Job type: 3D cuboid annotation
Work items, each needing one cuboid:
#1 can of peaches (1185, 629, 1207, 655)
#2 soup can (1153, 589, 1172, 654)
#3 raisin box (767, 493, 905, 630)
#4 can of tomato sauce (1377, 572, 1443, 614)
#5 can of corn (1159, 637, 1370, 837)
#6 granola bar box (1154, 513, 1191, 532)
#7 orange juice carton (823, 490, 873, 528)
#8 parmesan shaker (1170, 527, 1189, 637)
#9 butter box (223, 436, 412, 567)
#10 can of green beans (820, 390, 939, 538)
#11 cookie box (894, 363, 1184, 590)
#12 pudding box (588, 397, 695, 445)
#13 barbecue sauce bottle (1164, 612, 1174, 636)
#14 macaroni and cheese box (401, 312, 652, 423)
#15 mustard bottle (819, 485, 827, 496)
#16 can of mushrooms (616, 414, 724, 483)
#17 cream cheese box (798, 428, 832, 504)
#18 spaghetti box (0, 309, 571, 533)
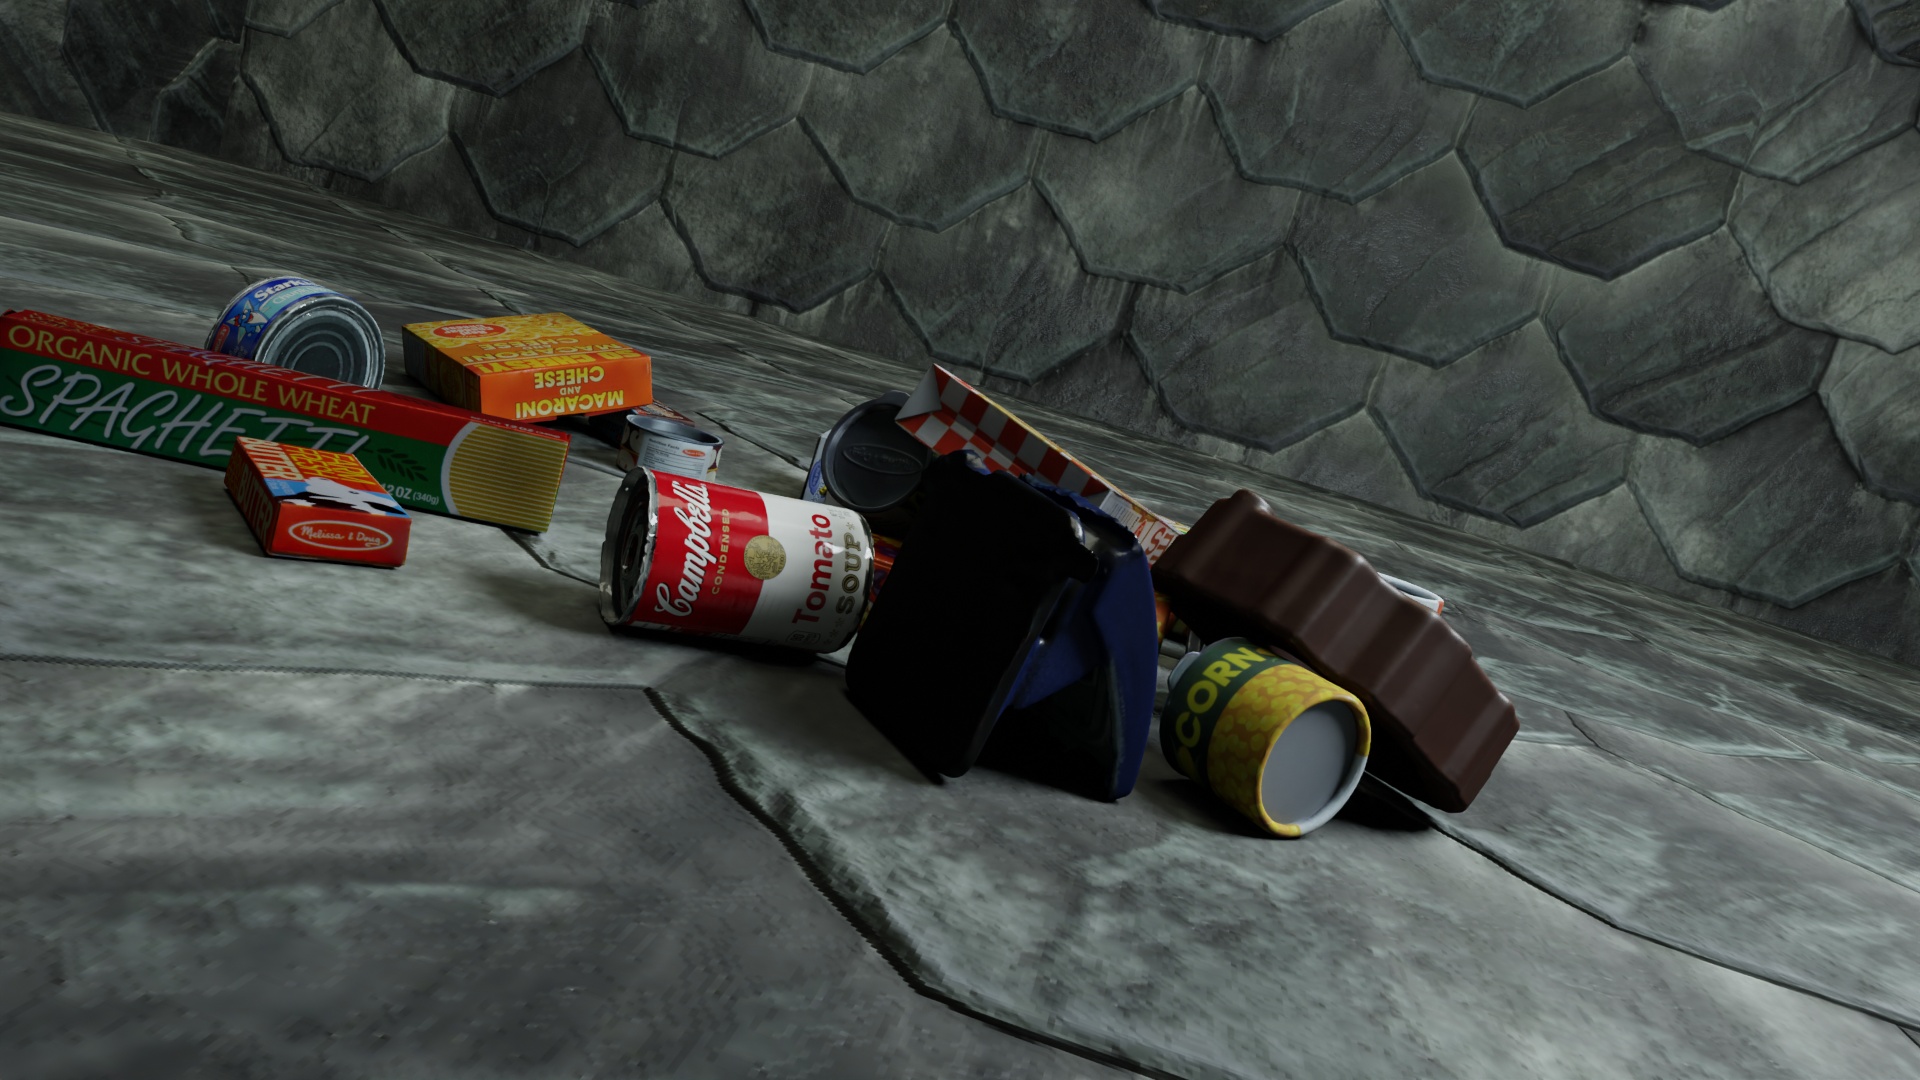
[{"bbox_3d":[0.170,0.049,0.815,0.058,0.071,0.071,17,10,0],"label":"can of peaches"},{"bbox_3d":[0.052,0.043,0.660,0.084,0.071,0.071,18,10,5],"label":"soup can"},{"bbox_3d":[-0.061,0.014,0.725,0.123,0.040,0.086,18,9,6],"label":"raisin box"},{"bbox_3d":[0.232,0.062,0.801,0.071,0.083,0.071,16,10,-3],"label":"can of tomato sauce"},{"bbox_3d":[0.125,0.080,0.576,0.071,0.071,0.058,9,12,-35],"label":"can of corn"},{"bbox_3d":[0.165,0.011,1.106,0.124,0.039,0.166,7,13,-42],"label":"granola bar box"},{"bbox_3d":[0.003,-0.011,0.869,0.193,0.071,0.073,11,11,-28],"label":"orange juice carton"},{"bbox_3d":[0.174,0.037,0.887,0.103,0.071,0.071,19,10,10],"label":"parmesan shaker"},{"bbox_3d":[-0.276,-0.017,0.593,0.053,0.024,0.103,9,13,-39],"label":"butter box"},{"bbox_3d":[-0.036,-0.038,0.773,0.071,0.071,0.057,21,-9,25],"label":"can of green beans"},{"bbox_3d":[0.055,-0.024,0.738,0.123,0.040,0.167,38,7,29],"label":"cookie box"},{"bbox_3d":[-0.236,-0.086,1.022,0.050,0.030,0.084,7,13,-36],"label":"pudding box"},{"bbox_3d":[0.069,0.040,0.777,0.065,0.043,0.149,36,19,33],"label":"barbecue sauce bottle"},{"bbox_3d":[-0.314,-0.126,1.001,0.124,0.040,0.167,-12,26,-35],"label":"macaroni and cheese box"},{"bbox_3d":[-0.018,-0.019,0.948,0.160,0.048,0.065,13,7,-18],"label":"mustard bottle"},{"bbox_3d":[-0.195,-0.060,0.932,0.071,0.033,0.071,15,10,-3],"label":"can of mushrooms"},{"bbox_3d":[-0.091,-0.053,1.003,0.024,0.053,0.104,18,10,0],"label":"cream cheese box"},{"bbox_3d":[-0.316,-0.054,0.659,0.250,0.050,0.029,13,9,-19],"label":"spaghetti box"}]
